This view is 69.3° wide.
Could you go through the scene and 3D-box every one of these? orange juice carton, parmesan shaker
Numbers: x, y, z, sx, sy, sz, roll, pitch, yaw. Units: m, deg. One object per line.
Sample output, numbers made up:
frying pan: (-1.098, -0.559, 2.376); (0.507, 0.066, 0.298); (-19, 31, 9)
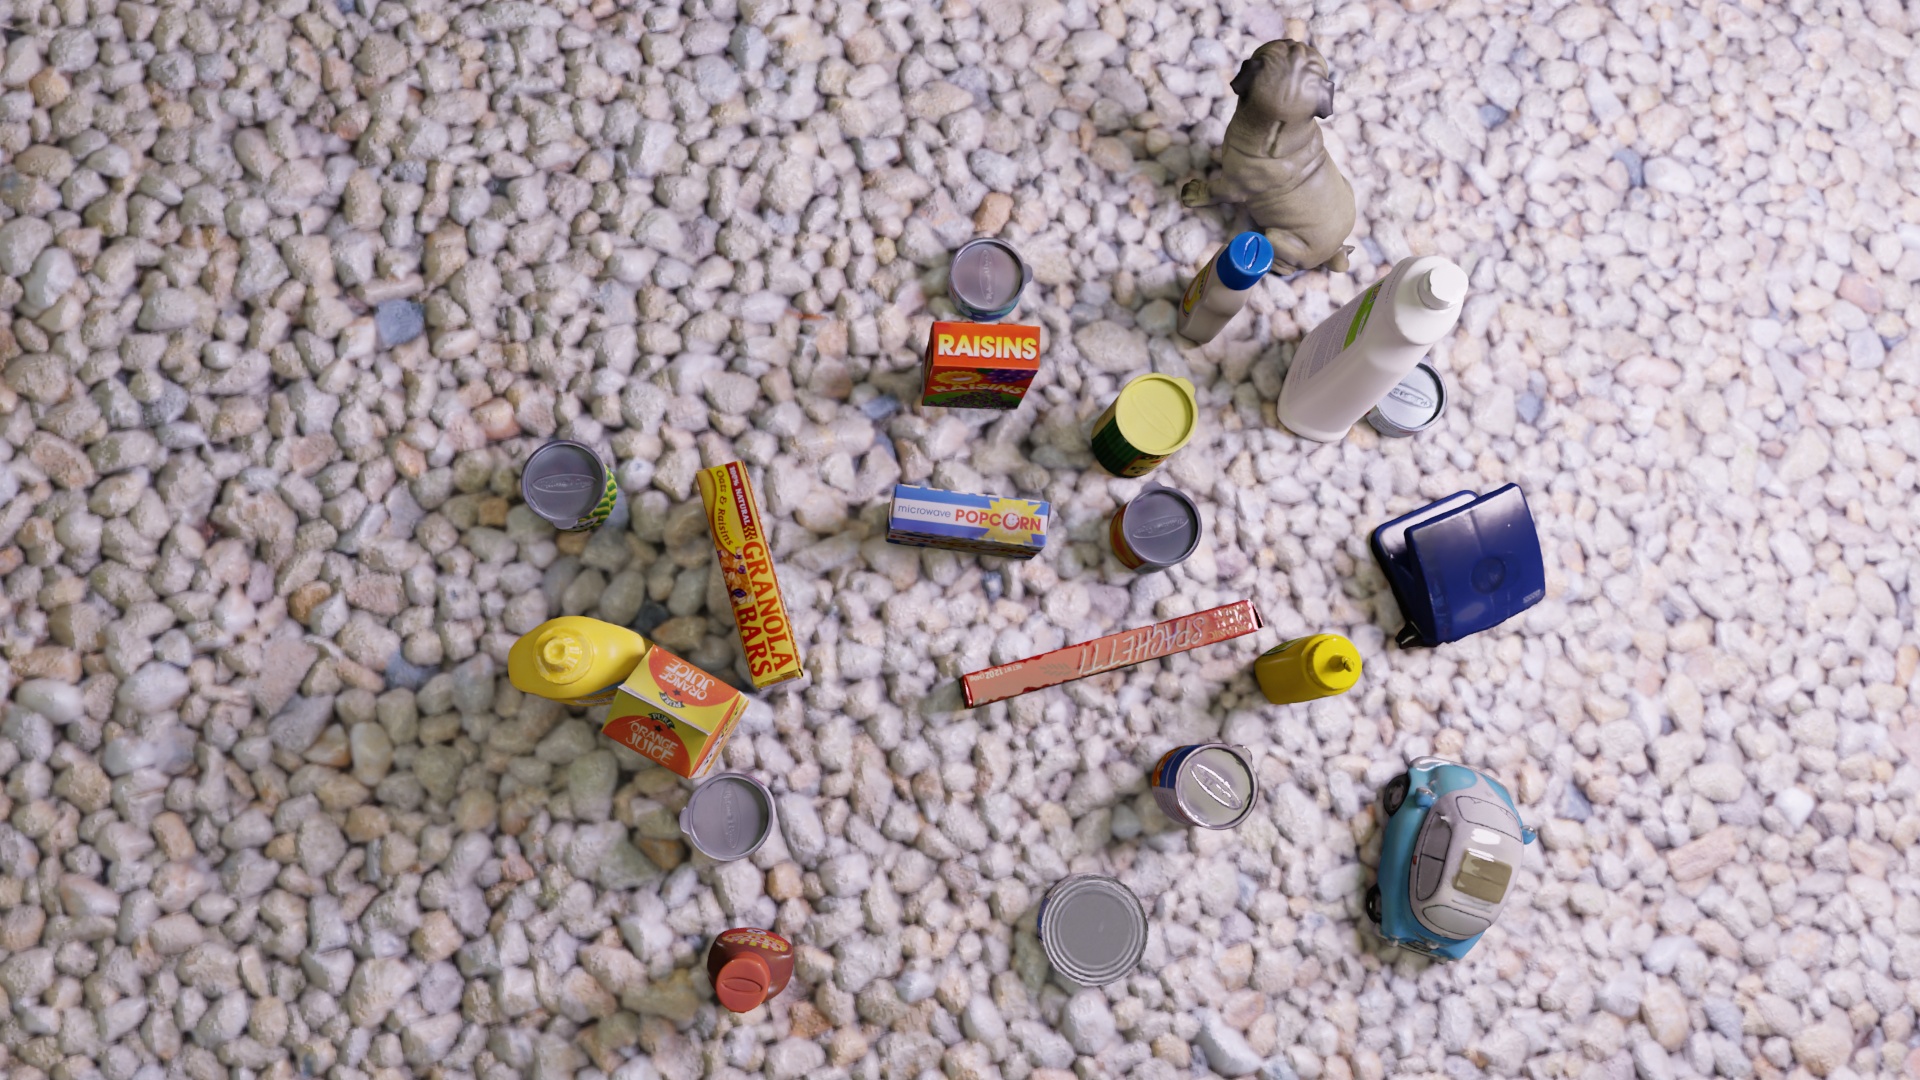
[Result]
orange juice carton: (-0.208, 0.128, 1.025); (0.072, 0.192, 0.073); (29, 80, 0)
parmesan shaker: (0.152, -0.094, 1.141); (0.071, 0.103, 0.071); (1, 81, -5)

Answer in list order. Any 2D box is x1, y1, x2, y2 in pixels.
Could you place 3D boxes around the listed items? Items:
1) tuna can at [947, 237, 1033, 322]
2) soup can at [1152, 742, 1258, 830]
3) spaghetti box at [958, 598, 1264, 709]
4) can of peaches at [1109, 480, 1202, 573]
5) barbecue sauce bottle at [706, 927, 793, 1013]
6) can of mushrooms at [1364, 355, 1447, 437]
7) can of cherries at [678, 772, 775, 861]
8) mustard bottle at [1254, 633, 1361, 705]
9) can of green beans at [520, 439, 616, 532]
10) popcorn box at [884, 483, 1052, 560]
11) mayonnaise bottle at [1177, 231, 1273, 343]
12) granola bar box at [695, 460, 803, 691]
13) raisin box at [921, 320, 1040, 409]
tuna can: (0.025, -0.222, 1.186); (0.071, 0.032, 0.071); (1, 81, -5)
soup can: (0.195, 0.194, 1.108); (0.071, 0.083, 0.071); (1, 81, -5)
spaghetti box: (0.122, 0.093, 1.135); (0.250, 0.050, 0.029); (-14, 83, -8)
can of peaches: (0.160, -0.010, 1.151); (0.071, 0.058, 0.071); (1, 81, -5)
barbecue sauce bottle: (-0.156, 0.316, 1.021); (0.065, 0.148, 0.044); (11, 80, -4)
can of mushrooms: (0.385, -0.126, 1.204); (0.071, 0.033, 0.071); (1, 81, -5)
can of cherries: (-0.180, 0.214, 1.082); (0.071, 0.058, 0.071); (1, 81, -5)
mustard bottle: (0.281, 0.099, 1.093); (0.065, 0.160, 0.049); (-22, 84, -8)
can of green beans: (-0.312, -0.042, 1.111); (0.071, 0.057, 0.071); (1, 81, -5)
popcorn box: (0.004, -0.014, 1.123); (0.127, 0.085, 0.038); (7, 81, -4)
mayonnaise bottle: (0.218, -0.212, 1.144); (0.041, 0.148, 0.065); (19, 80, -2)
granola bar box: (-0.162, 0.030, 1.080); (0.039, 0.124, 0.165); (-16, 83, -7)
raisin box: (0.014, -0.141, 1.126); (0.086, 0.123, 0.040); (2, 81, -5)
